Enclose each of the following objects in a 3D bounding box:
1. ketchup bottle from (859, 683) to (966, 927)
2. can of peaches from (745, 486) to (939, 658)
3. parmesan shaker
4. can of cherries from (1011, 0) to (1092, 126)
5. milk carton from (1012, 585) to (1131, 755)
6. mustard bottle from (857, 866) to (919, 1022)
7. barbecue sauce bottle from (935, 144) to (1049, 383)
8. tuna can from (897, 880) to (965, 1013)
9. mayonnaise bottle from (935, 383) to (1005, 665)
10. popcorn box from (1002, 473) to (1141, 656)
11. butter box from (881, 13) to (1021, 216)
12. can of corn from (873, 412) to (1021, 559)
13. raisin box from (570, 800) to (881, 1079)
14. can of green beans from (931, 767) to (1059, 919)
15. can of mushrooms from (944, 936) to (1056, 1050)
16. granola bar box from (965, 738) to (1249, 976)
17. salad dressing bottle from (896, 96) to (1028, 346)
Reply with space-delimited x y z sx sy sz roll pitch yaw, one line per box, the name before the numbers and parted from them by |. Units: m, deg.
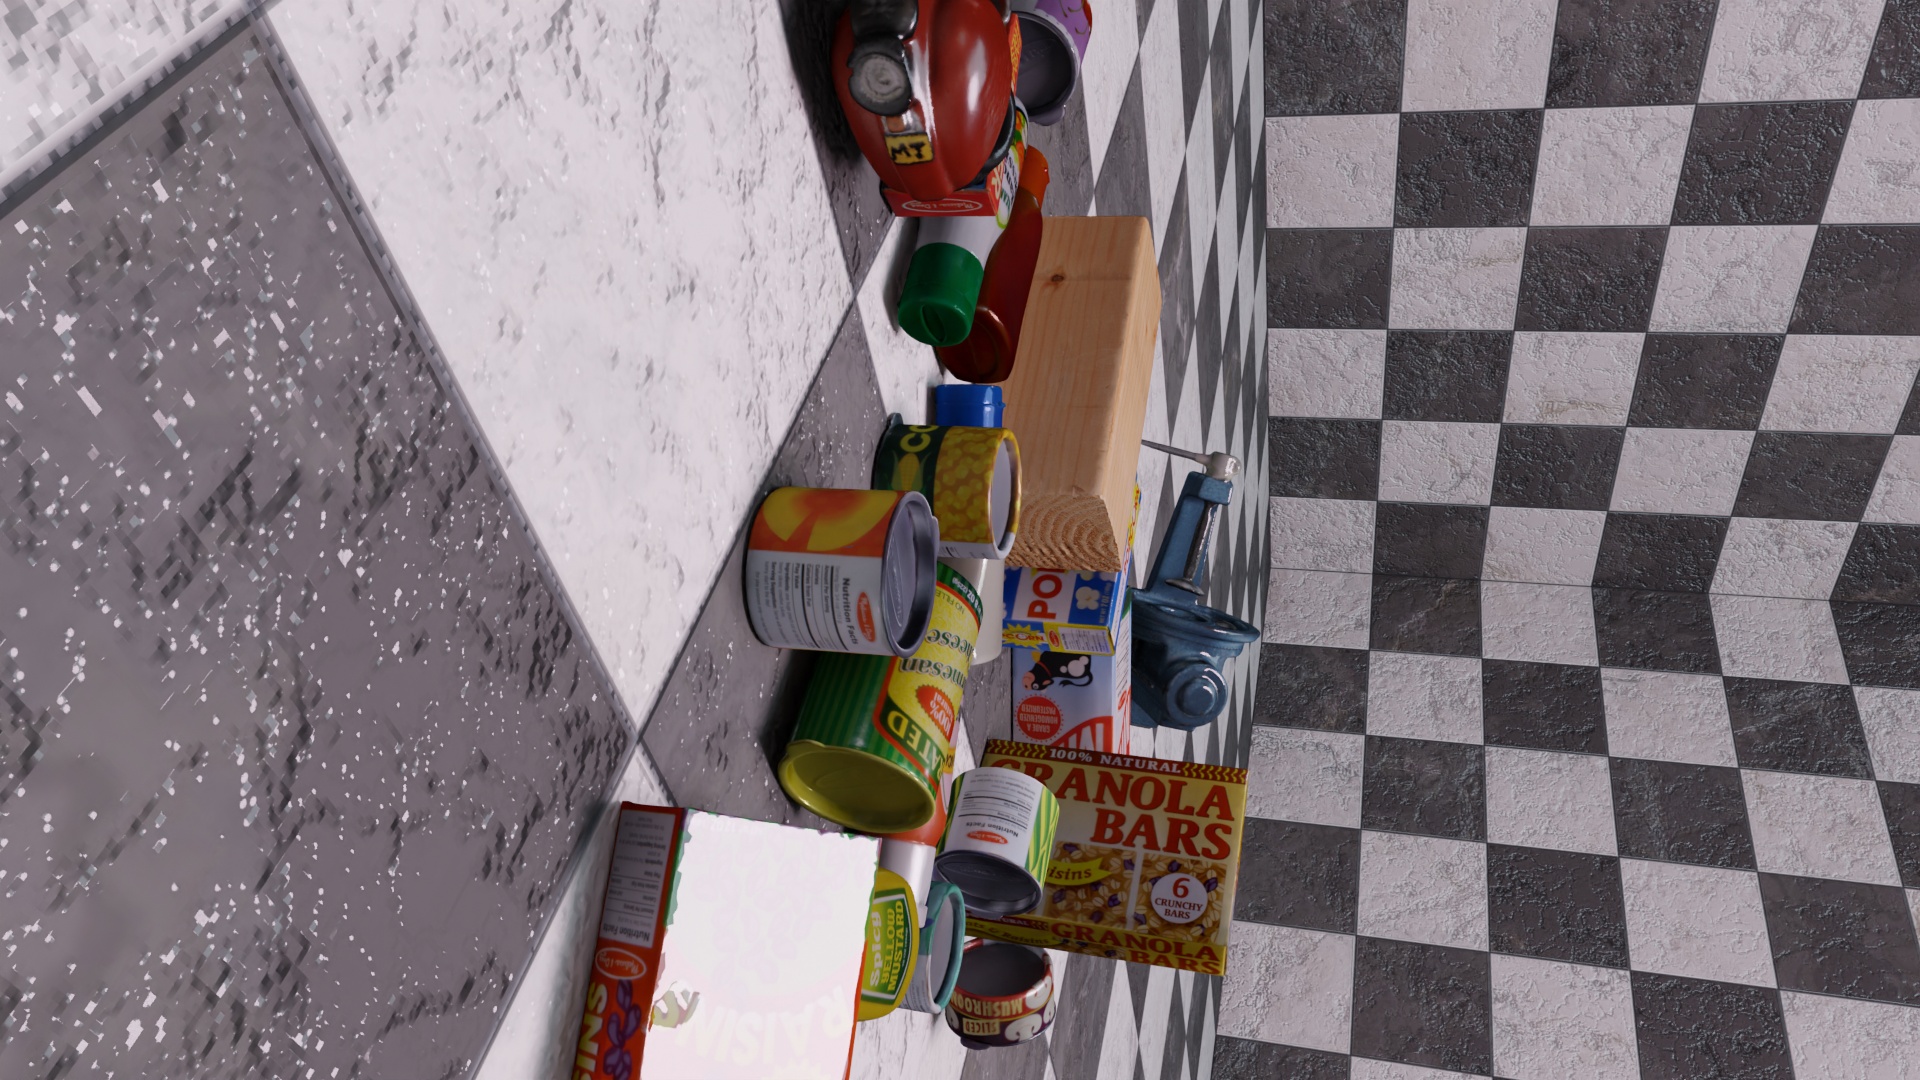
ketchup bottle | -0.025 0.108 0.669 0.064 0.043 0.149 65 32 -70
can of peaches | -0.046 0.011 0.554 0.071 0.058 0.071 1 91 -74
parmesan shaker | -0.033 0.062 0.594 0.071 0.071 0.103 75 24 -48
can of cherries | 0.038 -0.274 0.772 0.071 0.071 0.059 76 22 -45
milk carton | 0.079 0.130 0.979 0.074 0.072 0.190 -35 125 -70
mustard bottle | -0.059 0.160 0.551 0.160 0.049 0.065 44 48 -69
barbecue sauce bottle | 0.021 -0.161 0.777 0.064 0.043 0.149 72 26 -52
tuna can | -0.021 0.207 0.717 0.071 0.033 0.071 2 91 -73
mayonnaise bottle | 0.003 -0.009 0.749 0.065 0.041 0.148 -7 98 -75
popcorn box | 0.063 0.009 0.878 0.038 0.085 0.127 70 28 -52
butter box | -0.003 -0.206 0.670 0.024 0.053 0.104 58 38 -67
can of corn | -0.005 -0.027 0.684 0.071 0.058 0.071 2 91 -74
raisin box | -0.076 0.152 0.449 0.086 0.040 0.123 20 70 -43
can of green beans | 0.019 0.171 0.791 0.071 0.071 0.058 77 22 -43
can of mushrooms | 0.022 0.265 0.817 0.071 0.071 0.033 -49 138 -65
granola bar box | 0.086 0.189 0.846 0.038 0.165 0.125 81 20 -44
salad dressing bottle | 0.001 -0.166 0.706 0.064 0.044 0.148 65 32 -54
